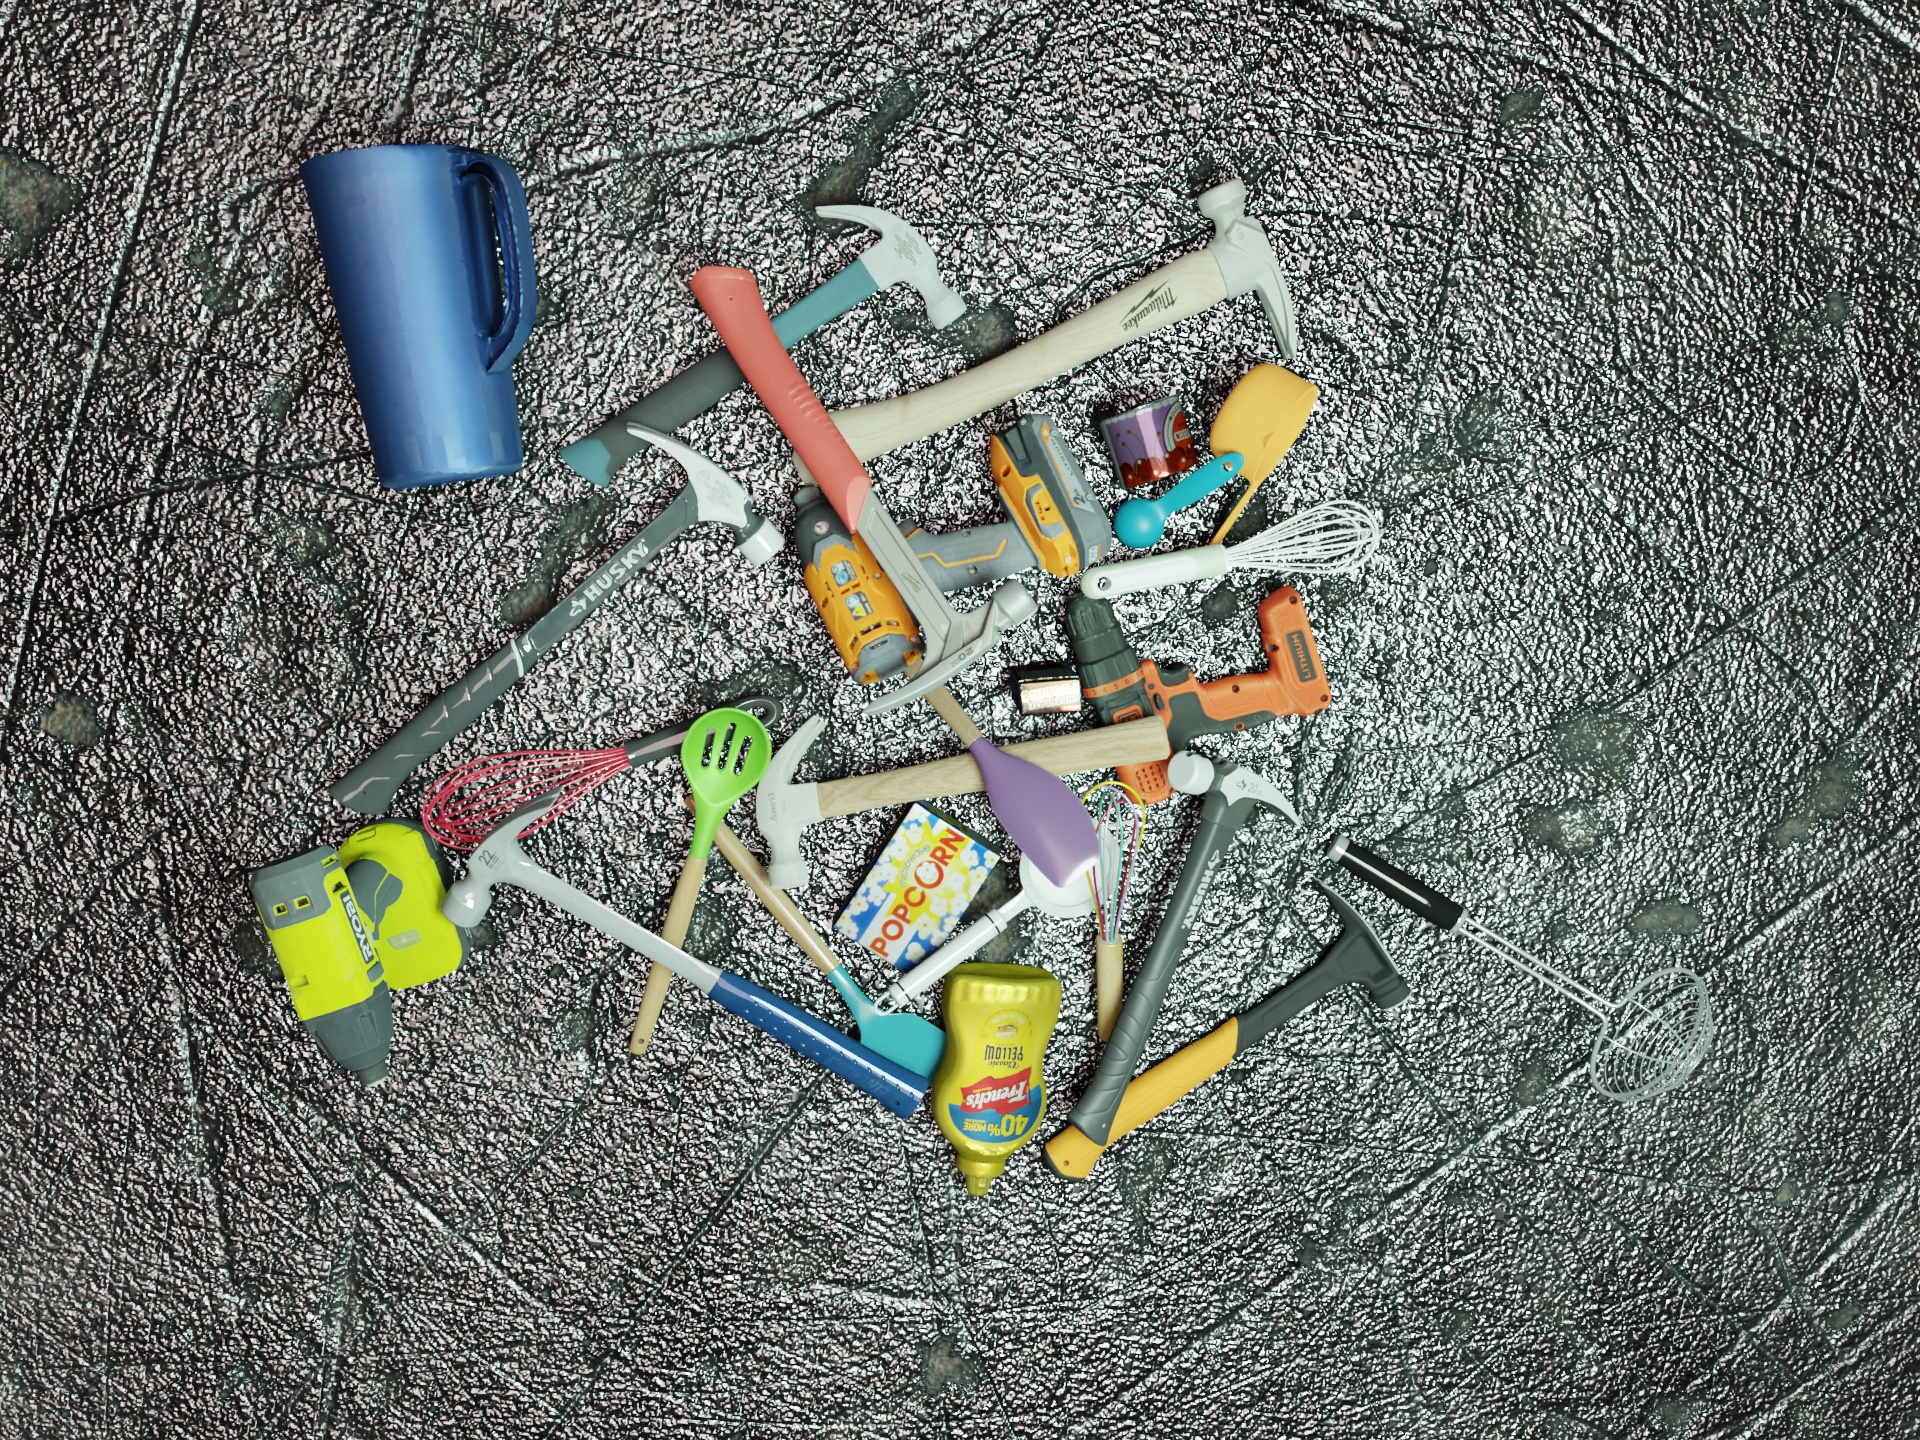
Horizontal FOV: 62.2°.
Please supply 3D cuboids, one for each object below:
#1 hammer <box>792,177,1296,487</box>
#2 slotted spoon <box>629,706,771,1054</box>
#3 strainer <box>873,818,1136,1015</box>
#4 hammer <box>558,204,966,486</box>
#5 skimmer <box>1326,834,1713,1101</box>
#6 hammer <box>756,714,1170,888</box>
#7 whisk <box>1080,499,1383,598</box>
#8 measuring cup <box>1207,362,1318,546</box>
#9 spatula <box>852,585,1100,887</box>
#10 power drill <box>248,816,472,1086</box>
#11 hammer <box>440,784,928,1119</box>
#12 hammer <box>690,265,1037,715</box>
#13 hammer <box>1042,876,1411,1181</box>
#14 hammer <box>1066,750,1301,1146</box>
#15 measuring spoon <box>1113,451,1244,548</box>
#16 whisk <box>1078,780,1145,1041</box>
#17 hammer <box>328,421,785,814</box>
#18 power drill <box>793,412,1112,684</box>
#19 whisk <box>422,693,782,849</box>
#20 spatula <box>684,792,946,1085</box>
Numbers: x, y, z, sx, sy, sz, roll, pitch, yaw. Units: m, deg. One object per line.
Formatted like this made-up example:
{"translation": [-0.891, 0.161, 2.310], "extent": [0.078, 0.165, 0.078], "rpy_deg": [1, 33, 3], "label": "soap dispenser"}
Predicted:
{"translation": [0.062, -0.275, 1.258], "extent": [0.410, 0.038, 0.146], "rpy_deg": [-25, 99, 1], "label": "hammer"}
{"translation": [-0.221, 0.131, 1.285], "extent": [0.070, 0.031, 0.313], "rpy_deg": [15, 105, -13], "label": "slotted spoon"}
{"translation": [0.034, 0.156, 1.288], "extent": [0.258, 0.050, 0.086], "rpy_deg": [-36, 105, -11], "label": "strainer"}
{"translation": [-0.166, -0.285, 1.246], "extent": [0.331, 0.033, 0.128], "rpy_deg": [-33, 99, 2], "label": "hammer"}
{"translation": [0.467, 0.196, 1.342], "extent": [0.363, 0.090, 0.127], "rpy_deg": [31, 97, 4], "label": "skimmer"}
{"translation": [-0.001, 0.041, 1.260], "extent": [0.331, 0.031, 0.130], "rpy_deg": [-11, 76, 6], "label": "hammer"}
{"translation": [0.214, -0.128, 1.255], "extent": [0.246, 0.059, 0.057], "rpy_deg": [-11, 106, -5], "label": "whisk"}
{"translation": [0.215, -0.203, 1.263], "extent": [0.052, 0.095, 0.173], "rpy_deg": [37, 117, 13], "label": "measuring cup"}
{"translation": [-0.002, -0.004, 1.244], "extent": [0.060, 0.018, 0.316], "rpy_deg": [-39, 76, -3], "label": "spatula"}
{"translation": [-0.443, 0.165, 1.194], "extent": [0.080, 0.223, 0.171], "rpy_deg": [-18, 98, 0], "label": "power drill"}
{"translation": [-0.201, 0.199, 1.259], "extent": [0.405, 0.035, 0.144], "rpy_deg": [32, 114, -11], "label": "hammer"}
{"translation": [-0.101, -0.184, 1.183], "extent": [0.149, 0.036, 0.359], "rpy_deg": [-34, 83, 1], "label": "hammer"}
{"translation": [0.208, 0.273, 1.336], "extent": [0.337, 0.034, 0.127], "rpy_deg": [-35, 98, 2], "label": "hammer"}
{"translation": [0.168, 0.191, 1.286], "extent": [0.146, 0.035, 0.335], "rpy_deg": [15, 99, -41], "label": "hammer"}
{"translation": [0.169, -0.173, 1.247], "extent": [0.128, 0.021, 0.042], "rpy_deg": [-31, 97, 39], "label": "measuring spoon"}
{"translation": [0.124, 0.158, 1.284], "extent": [0.047, 0.051, 0.244], "rpy_deg": [-16, 119, -24], "label": "whisk"}
{"translation": [-0.339, -0.066, 1.254], "extent": [0.409, 0.036, 0.149], "rpy_deg": [-40, 112, 5], "label": "hammer"}
{"translation": [-0.015, -0.147, 1.233], "extent": [0.226, 0.084, 0.164], "rpy_deg": [-27, 77, -2], "label": "power drill"}
{"translation": [-0.284, 0.035, 1.272], "extent": [0.296, 0.073, 0.073], "rpy_deg": [-19, 98, -7], "label": "whisk"}
{"translation": [-0.122, 0.184, 1.315], "extent": [0.082, 0.044, 0.317], "rpy_deg": [-39, 93, 4], "label": "spatula"}
